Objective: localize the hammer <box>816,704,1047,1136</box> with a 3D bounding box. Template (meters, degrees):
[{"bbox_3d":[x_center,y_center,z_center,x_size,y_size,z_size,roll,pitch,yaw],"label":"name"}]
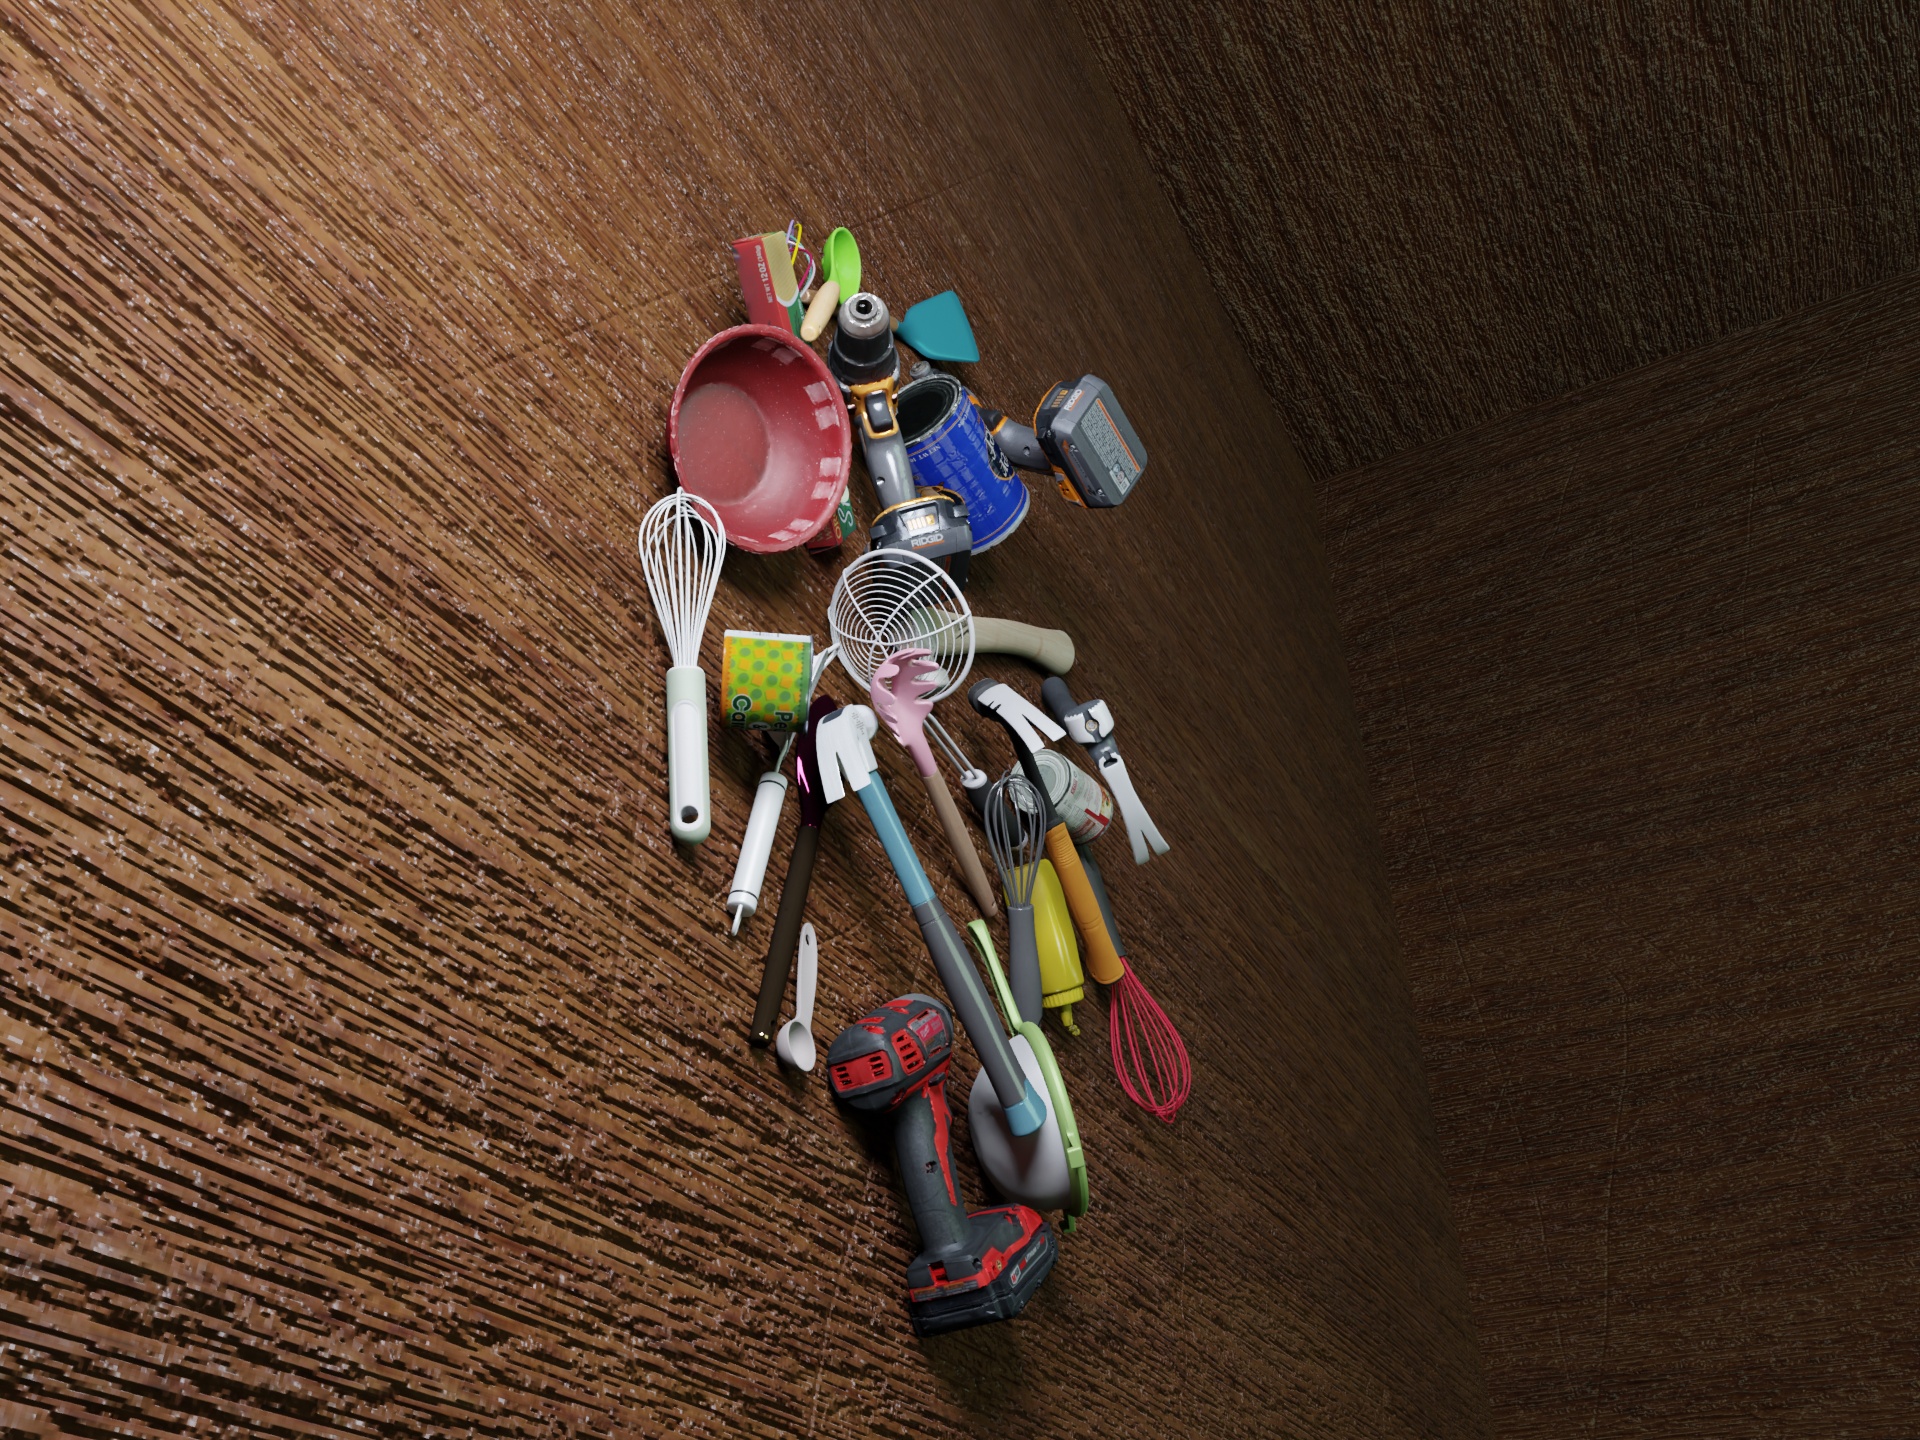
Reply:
[{"bbox_3d":[-0.020,0.142,1.144,0.331,0.033,0.128,64,9,1],"label":"hammer"}]

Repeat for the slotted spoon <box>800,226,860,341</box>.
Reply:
[{"bbox_3d":[-0.111,-0.356,1.326,0.314,0.031,0.070,-88,171,-64],"label":"slotted spoon"}]

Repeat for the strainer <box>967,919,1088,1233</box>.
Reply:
[{"bbox_3d":[0.028,0.272,1.249,0.151,0.069,0.257,89,-17,-53],"label":"strainer"}]

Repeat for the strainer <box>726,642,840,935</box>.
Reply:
[{"bbox_3d":[-0.129,0.037,1.094,0.086,0.050,0.259,115,-12,-50],"label":"strainer"}]

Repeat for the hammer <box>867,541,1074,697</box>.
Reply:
[{"bbox_3d":[0.026,-0.092,1.557,0.410,0.038,0.146,0,72,-67],"label":"hammer"}]

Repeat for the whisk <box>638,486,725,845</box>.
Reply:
[{"bbox_3d":[-0.178,-0.038,1.032,0.059,0.058,0.246,100,-14,-70],"label":"whisk"}]

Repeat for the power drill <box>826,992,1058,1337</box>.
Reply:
[{"bbox_3d":[-0.013,0.302,1.121,0.143,0.078,0.220,-16,85,-68],"label":"power drill"}]

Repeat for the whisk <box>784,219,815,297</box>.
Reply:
[{"bbox_3d":[-0.157,-0.325,1.309,0.051,0.047,0.245,51,34,-43],"label":"whisk"}]

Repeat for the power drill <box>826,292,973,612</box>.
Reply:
[{"bbox_3d":[-0.058,-0.224,1.309,0.185,0.084,0.226,102,-28,-72],"label":"power drill"}]

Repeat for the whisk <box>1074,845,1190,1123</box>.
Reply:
[{"bbox_3d":[0.161,0.256,1.585,0.073,0.073,0.296,16,53,-64],"label":"whisk"}]

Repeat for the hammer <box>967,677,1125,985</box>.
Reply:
[{"bbox_3d":[0.096,0.119,1.460,0.127,0.034,0.336,39,-25,56],"label":"hammer"}]

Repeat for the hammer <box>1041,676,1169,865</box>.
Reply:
[{"bbox_3d":[0.118,0.018,1.490,0.149,0.036,0.409,64,1,-12],"label":"hammer"}]

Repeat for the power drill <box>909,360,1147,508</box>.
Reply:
[{"bbox_3d":[0.053,-0.283,1.548,0.084,0.227,0.164,-56,132,-20],"label":"power drill"}]

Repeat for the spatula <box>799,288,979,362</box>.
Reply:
[{"bbox_3d":[-0.070,-0.397,1.555,0.317,0.044,0.082,-14,84,-67],"label":"spatula"}]

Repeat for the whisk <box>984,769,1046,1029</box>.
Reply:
[{"bbox_3d":[0.051,0.161,1.368,0.055,0.055,0.239,-19,106,-68],"label":"whisk"}]

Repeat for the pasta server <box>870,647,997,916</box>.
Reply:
[{"bbox_3d":[-0.012,0.060,1.281,0.060,0.040,0.315,-54,141,-30],"label":"pasta server"}]

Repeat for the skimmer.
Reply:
[{"bbox_3d":[-0.002,-0.004,1.351,0.362,0.127,0.090,55,45,-52],"label":"skimmer"}]

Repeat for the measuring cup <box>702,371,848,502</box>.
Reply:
[{"bbox_3d":[-0.145,-0.224,1.221,0.167,0.038,0.083,47,61,-39],"label":"measuring cup"}]

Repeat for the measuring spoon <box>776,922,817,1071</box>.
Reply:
[{"bbox_3d":[-0.110,0.185,1.067,0.034,0.018,0.124,56,20,-34],"label":"measuring spoon"}]

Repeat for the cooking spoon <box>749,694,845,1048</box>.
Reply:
[{"bbox_3d":[-0.110,0.097,1.118,0.319,0.017,0.068,-81,150,-47],"label":"cooking spoon"}]
